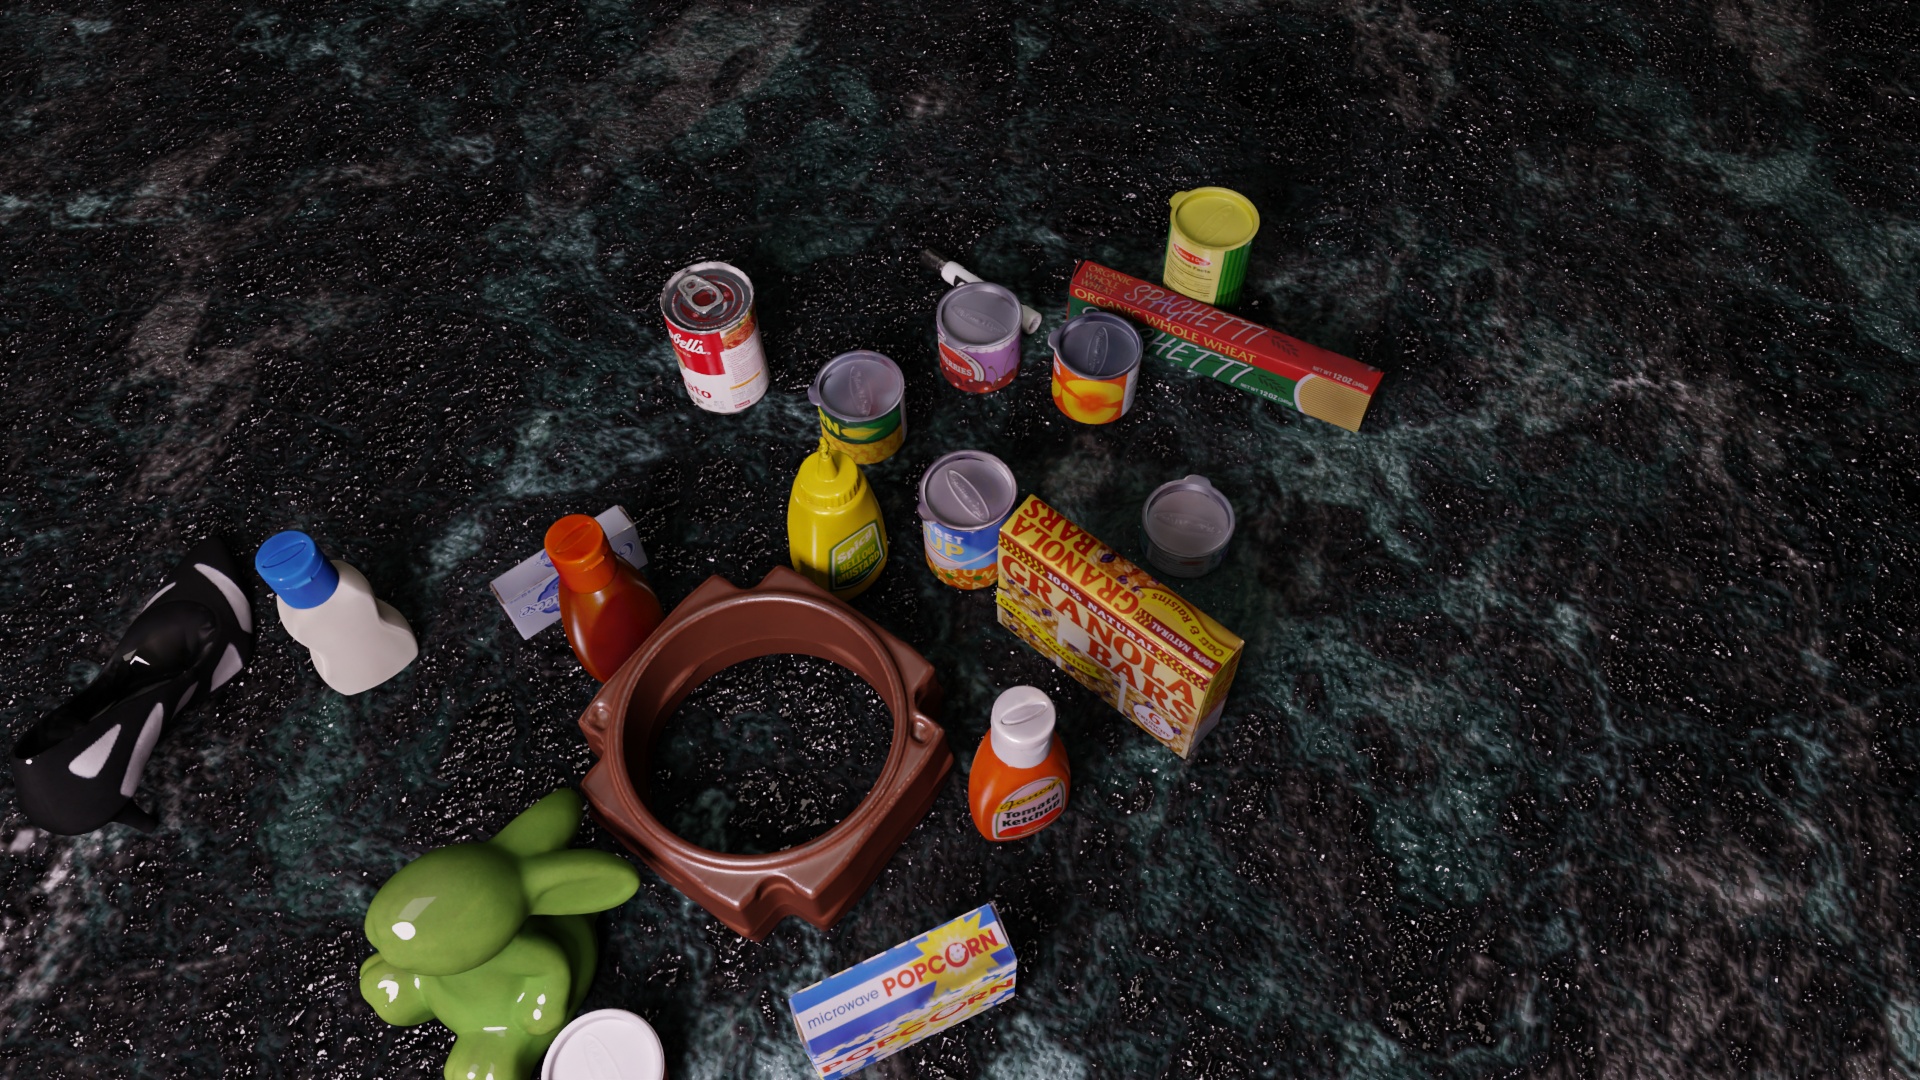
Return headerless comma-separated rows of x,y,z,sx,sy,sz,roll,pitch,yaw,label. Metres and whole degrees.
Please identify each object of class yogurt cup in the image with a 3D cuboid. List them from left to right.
-0.199,0.308,0.793,0.072,0.053,0.073,0,58,1,yogurt cup

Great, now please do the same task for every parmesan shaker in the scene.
0.190,-0.217,1.085,0.071,0.102,0.071,0,58,1,parmesan shaker

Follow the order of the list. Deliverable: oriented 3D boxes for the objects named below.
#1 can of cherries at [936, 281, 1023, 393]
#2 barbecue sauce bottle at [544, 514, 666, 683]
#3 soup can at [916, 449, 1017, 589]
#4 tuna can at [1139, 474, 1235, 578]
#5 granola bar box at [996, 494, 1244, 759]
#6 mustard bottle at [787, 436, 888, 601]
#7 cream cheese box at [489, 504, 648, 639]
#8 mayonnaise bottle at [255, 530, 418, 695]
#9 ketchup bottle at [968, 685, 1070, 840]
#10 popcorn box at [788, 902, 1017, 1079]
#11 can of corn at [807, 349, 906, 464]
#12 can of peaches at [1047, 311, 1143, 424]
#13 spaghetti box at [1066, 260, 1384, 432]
0.013,-0.155,1.076,0.071,0.058,0.072,0,58,1,can of cherries
-0.234,0.037,0.907,0.044,0.147,0.065,37,66,21,barbecue sauce bottle
0.003,-0.012,0.972,0.071,0.083,0.071,0,58,1,soup can
0.163,-0.010,0.997,0.071,0.032,0.071,0,58,1,tuna can
0.097,0.058,0.902,0.166,0.123,0.039,36,65,21,granola bar box
-0.085,-0.017,0.931,0.065,0.159,0.049,-36,64,-19,mustard bottle
-0.272,0.022,0.973,0.104,0.053,0.024,-35,64,-19,cream cheese box
-0.408,0.046,0.905,0.065,0.147,0.041,-33,63,-17,mayonnaise bottle
0.036,0.135,0.841,0.065,0.148,0.044,-20,60,-11,ketchup bottle
-0.031,0.262,0.800,0.127,0.084,0.038,-22,60,-12,popcorn box
-0.076,-0.099,1.042,0.071,0.058,0.071,0,58,1,can of corn
0.101,-0.131,1.060,0.071,0.057,0.071,0,58,1,can of peaches
0.199,-0.152,1.075,0.250,0.050,0.029,24,62,15,spaghetti box
